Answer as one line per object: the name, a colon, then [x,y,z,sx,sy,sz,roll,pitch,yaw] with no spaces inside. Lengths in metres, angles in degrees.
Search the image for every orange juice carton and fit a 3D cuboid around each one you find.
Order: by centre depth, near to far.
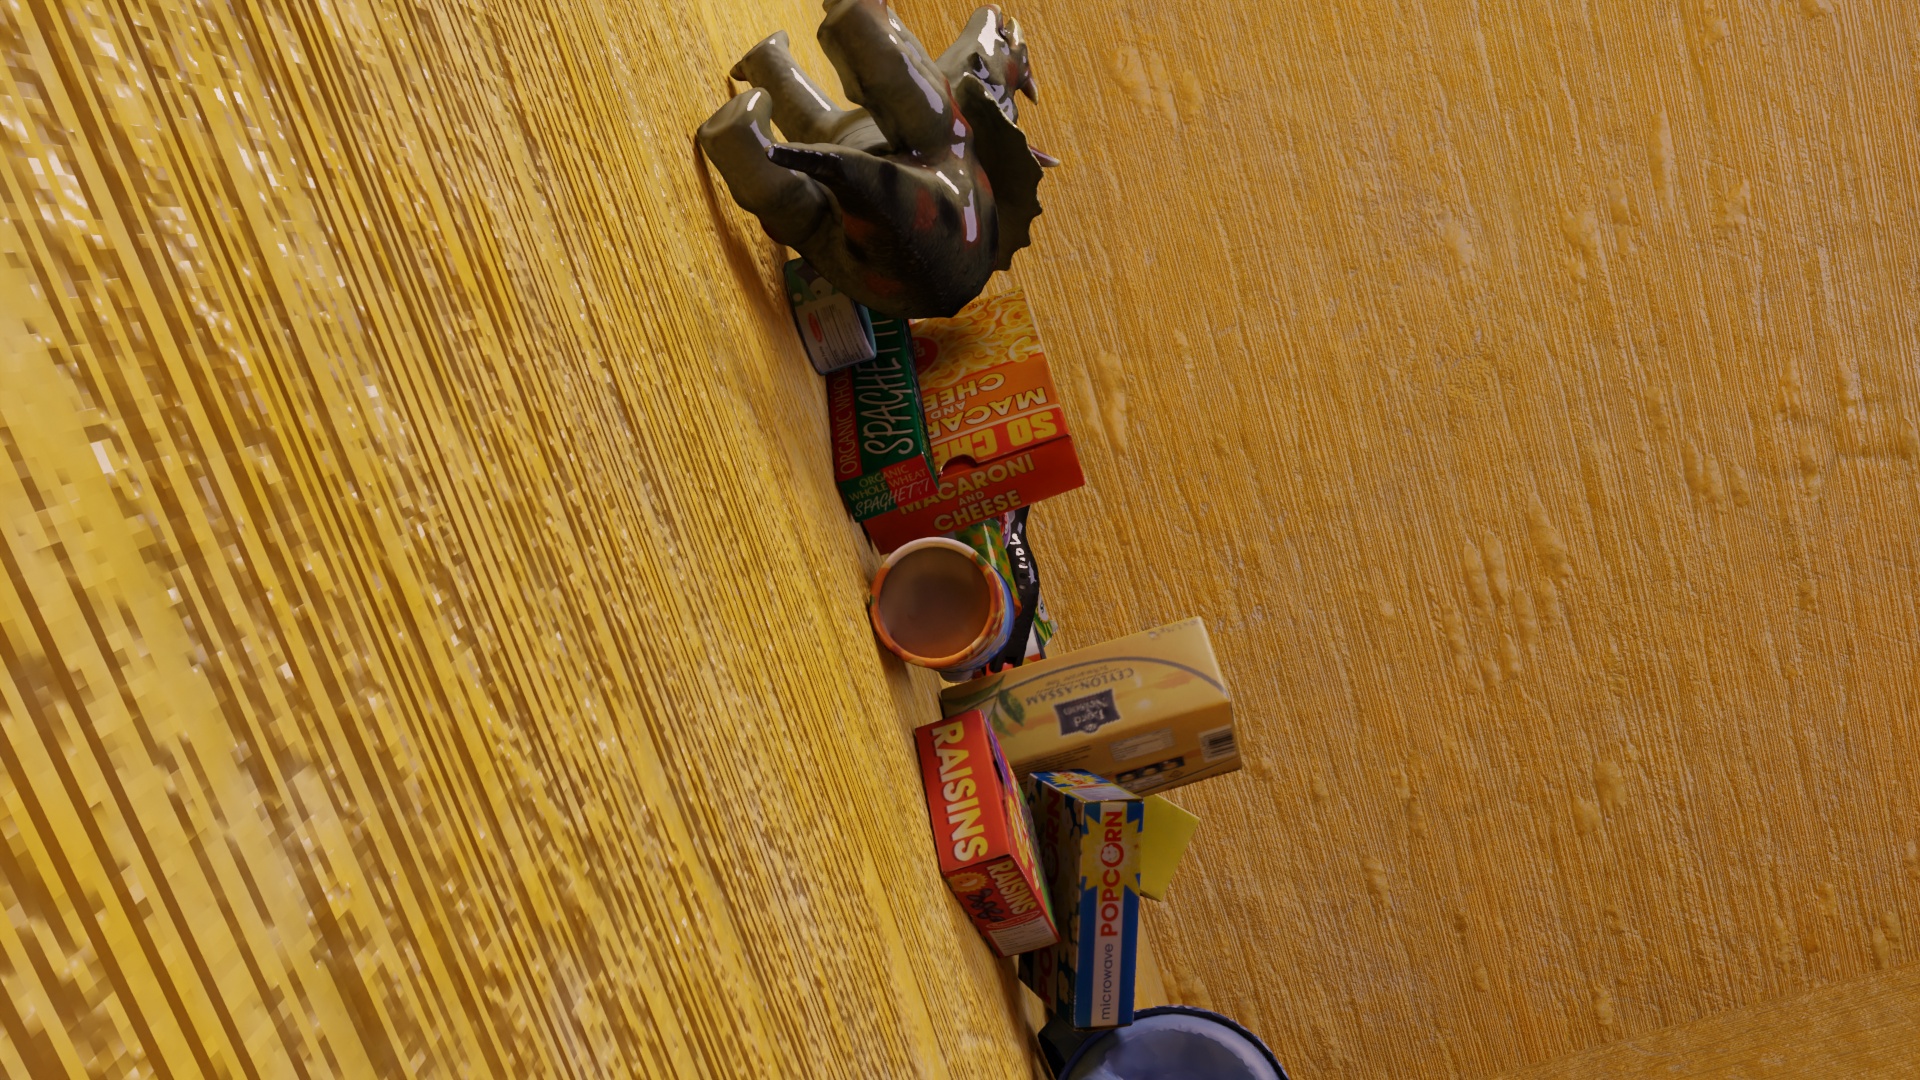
orange juice carton: [0.117,0.235,1.122,0.073,0.072,0.192,30,-12,-4]

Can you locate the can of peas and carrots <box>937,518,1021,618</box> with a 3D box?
can of peas and carrots: [0.001,0.025,0.853,0.070,0.071,0.059,62,13,-69]

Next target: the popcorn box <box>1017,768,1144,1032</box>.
popcorn box: [0.067,0.200,0.785,0.085,0.038,0.126,-175,-92,-72]

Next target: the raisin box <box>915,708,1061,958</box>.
raisin box: [0.016,0.157,0.733,0.123,0.040,0.086,66,9,-51]

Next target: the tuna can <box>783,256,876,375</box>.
tuna can: [-0.072,-0.129,0.772,0.071,0.033,0.071,-20,94,-85]

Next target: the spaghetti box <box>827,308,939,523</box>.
spaghetti box: [-0.051,-0.101,0.809,0.251,0.050,0.028,-101,171,-52]

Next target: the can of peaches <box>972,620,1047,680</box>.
can of peaches: [0.041,0.104,1.114,0.071,0.058,0.071,-22,95,-86]

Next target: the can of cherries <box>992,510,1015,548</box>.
can of cherries: [0.004,-0.013,1.010,0.058,0.071,0.071,42,32,-81]

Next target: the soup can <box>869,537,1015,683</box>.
soup can: [-0.008,0.038,0.722,0.083,0.071,0.071,43,30,-80]

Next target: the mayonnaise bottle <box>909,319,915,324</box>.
mayonnaise bottle: [-0.064,-0.200,1.092,0.065,0.041,0.147,-92,166,-68]

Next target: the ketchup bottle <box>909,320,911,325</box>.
ketchup bottle: [-0.050,-0.138,1.003,0.065,0.043,0.148,65,3,16]

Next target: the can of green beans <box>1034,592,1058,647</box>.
can of green beans: [0.042,0.065,1.223,0.071,0.071,0.057,-99,171,-61]

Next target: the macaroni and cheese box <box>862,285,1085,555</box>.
macaroni and cheese box: [-0.005,-0.075,0.812,0.167,0.124,0.040,-101,170,-51]

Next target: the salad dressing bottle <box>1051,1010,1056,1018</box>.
salad dressing bottle: [0.083,0.310,0.938,0.148,0.044,0.064,-97,171,-66]
